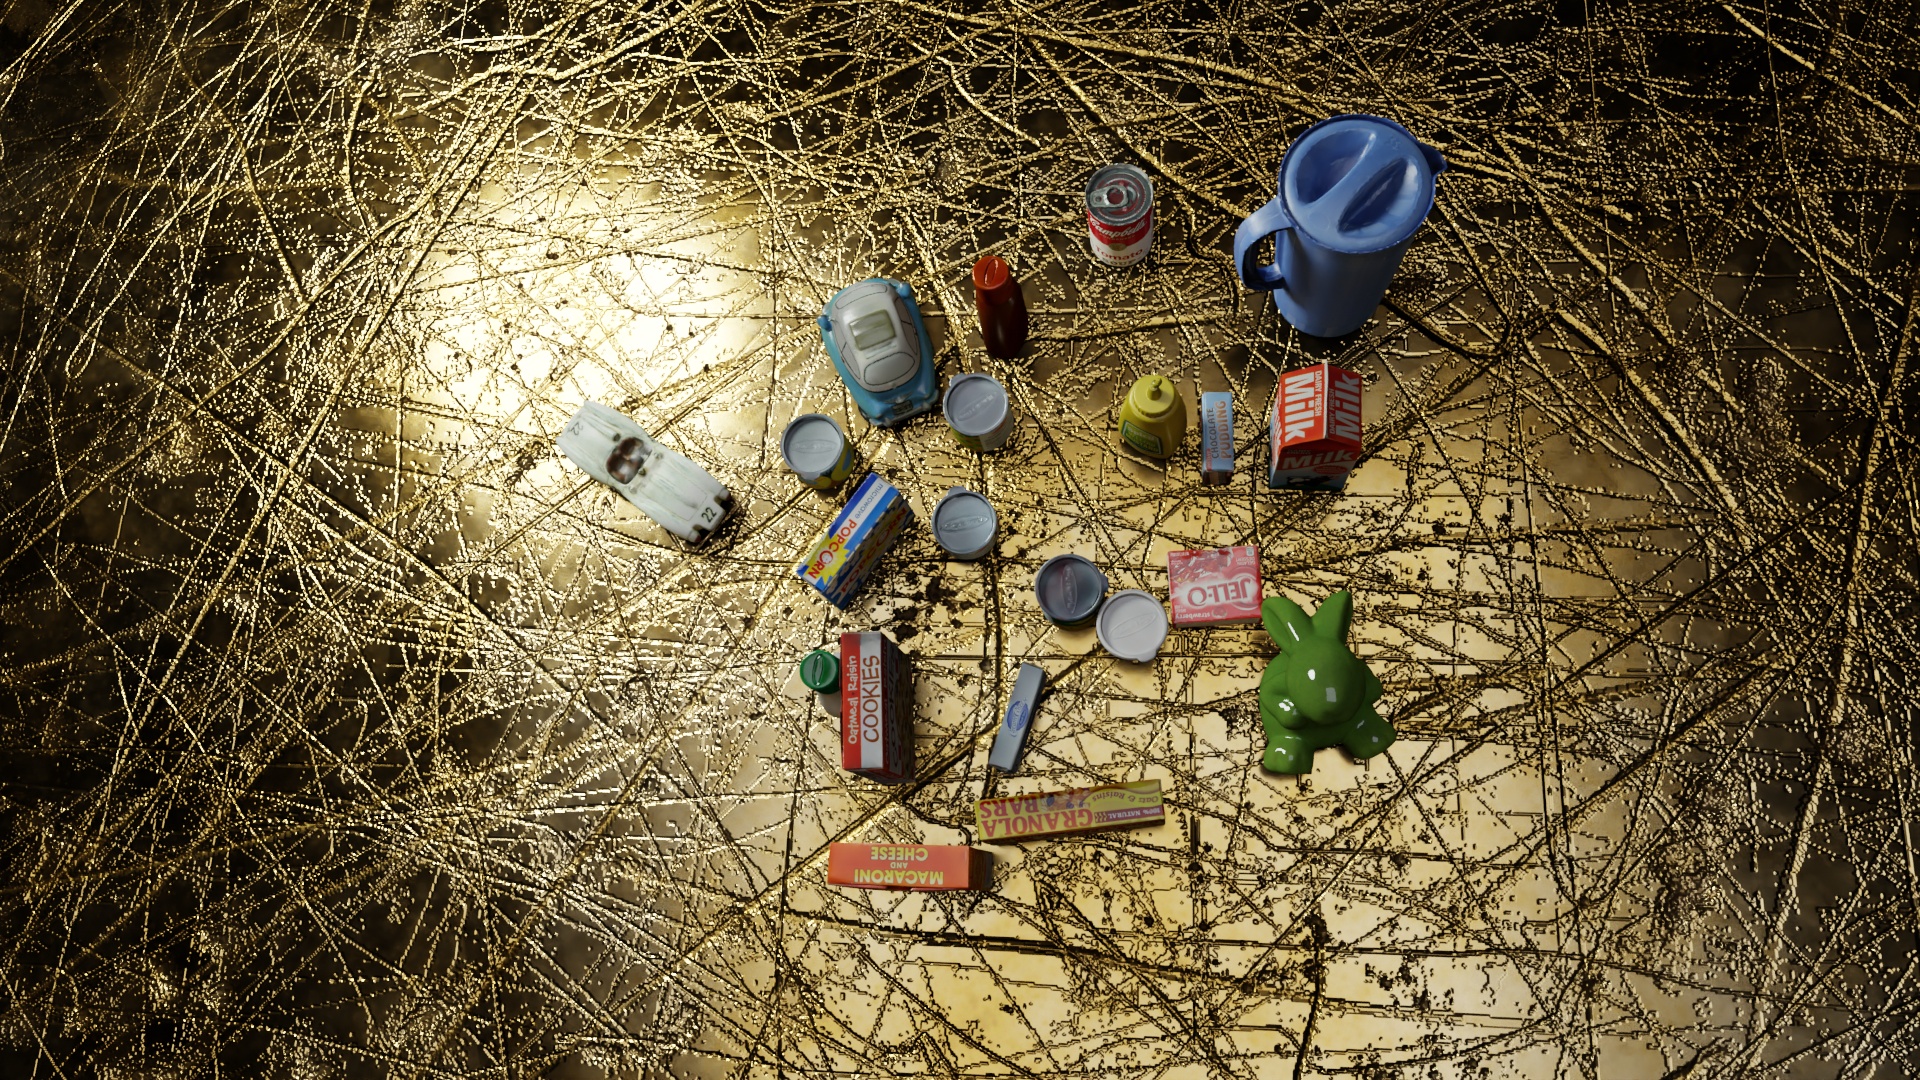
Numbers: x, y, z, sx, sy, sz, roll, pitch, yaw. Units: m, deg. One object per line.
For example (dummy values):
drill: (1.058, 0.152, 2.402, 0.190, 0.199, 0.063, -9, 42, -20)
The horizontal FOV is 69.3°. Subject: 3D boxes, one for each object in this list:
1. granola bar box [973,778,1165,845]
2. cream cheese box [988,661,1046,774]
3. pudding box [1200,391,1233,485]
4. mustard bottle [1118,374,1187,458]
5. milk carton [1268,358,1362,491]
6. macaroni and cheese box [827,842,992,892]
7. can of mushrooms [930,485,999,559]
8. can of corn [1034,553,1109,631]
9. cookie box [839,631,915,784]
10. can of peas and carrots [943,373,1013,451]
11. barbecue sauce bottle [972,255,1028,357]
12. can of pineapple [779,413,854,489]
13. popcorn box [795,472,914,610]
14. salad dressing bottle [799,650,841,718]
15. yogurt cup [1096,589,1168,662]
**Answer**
granola bar box: (0.103, 0.250, 1.267, 0.165, 0.124, 0.039, -8, 75, 6)
cream cheese box: (0.056, 0.171, 1.331, 0.024, 0.053, 0.104, 17, 79, 12)
pudding box: (0.254, -0.101, 1.376, 0.030, 0.049, 0.084, -1, 76, 8)
mustard bottle: (0.184, -0.125, 1.334, 0.065, 0.160, 0.049, 28, 82, 14)
milk carton: (0.330, -0.104, 1.293, 0.073, 0.190, 0.072, 1, 76, 8)
macaroni and cheese box: (-0.041, 0.296, 1.253, 0.124, 0.166, 0.040, 0, 76, 8)
can of mushrooms: (0.005, -0.018, 1.397, 0.071, 0.033, 0.071, -2, 75, 7)
can of corn: (0.110, 0.051, 1.352, 0.071, 0.058, 0.071, -2, 76, 7)
cookie box: (-0.076, 0.159, 1.293, 0.040, 0.167, 0.123, -4, 75, 7)
can of peas and carrots: (0.017, -0.131, 1.412, 0.071, 0.058, 0.071, -2, 76, 7)
barbecue sauce bottle: (0.039, -0.237, 1.389, 0.044, 0.148, 0.065, 13, 78, 11)
can of pineapple: (-0.147, -0.089, 1.424, 0.071, 0.057, 0.071, -2, 76, 7)
popcorn box: (-0.103, 0.002, 1.380, 0.038, 0.085, 0.127, 35, 83, 15)
salad dressing bottle: (-0.117, 0.132, 1.315, 0.044, 0.147, 0.064, 6, 77, 9)
yogurt cup: (0.166, 0.085, 1.338, 0.072, 0.054, 0.072, -2, 76, 7)
